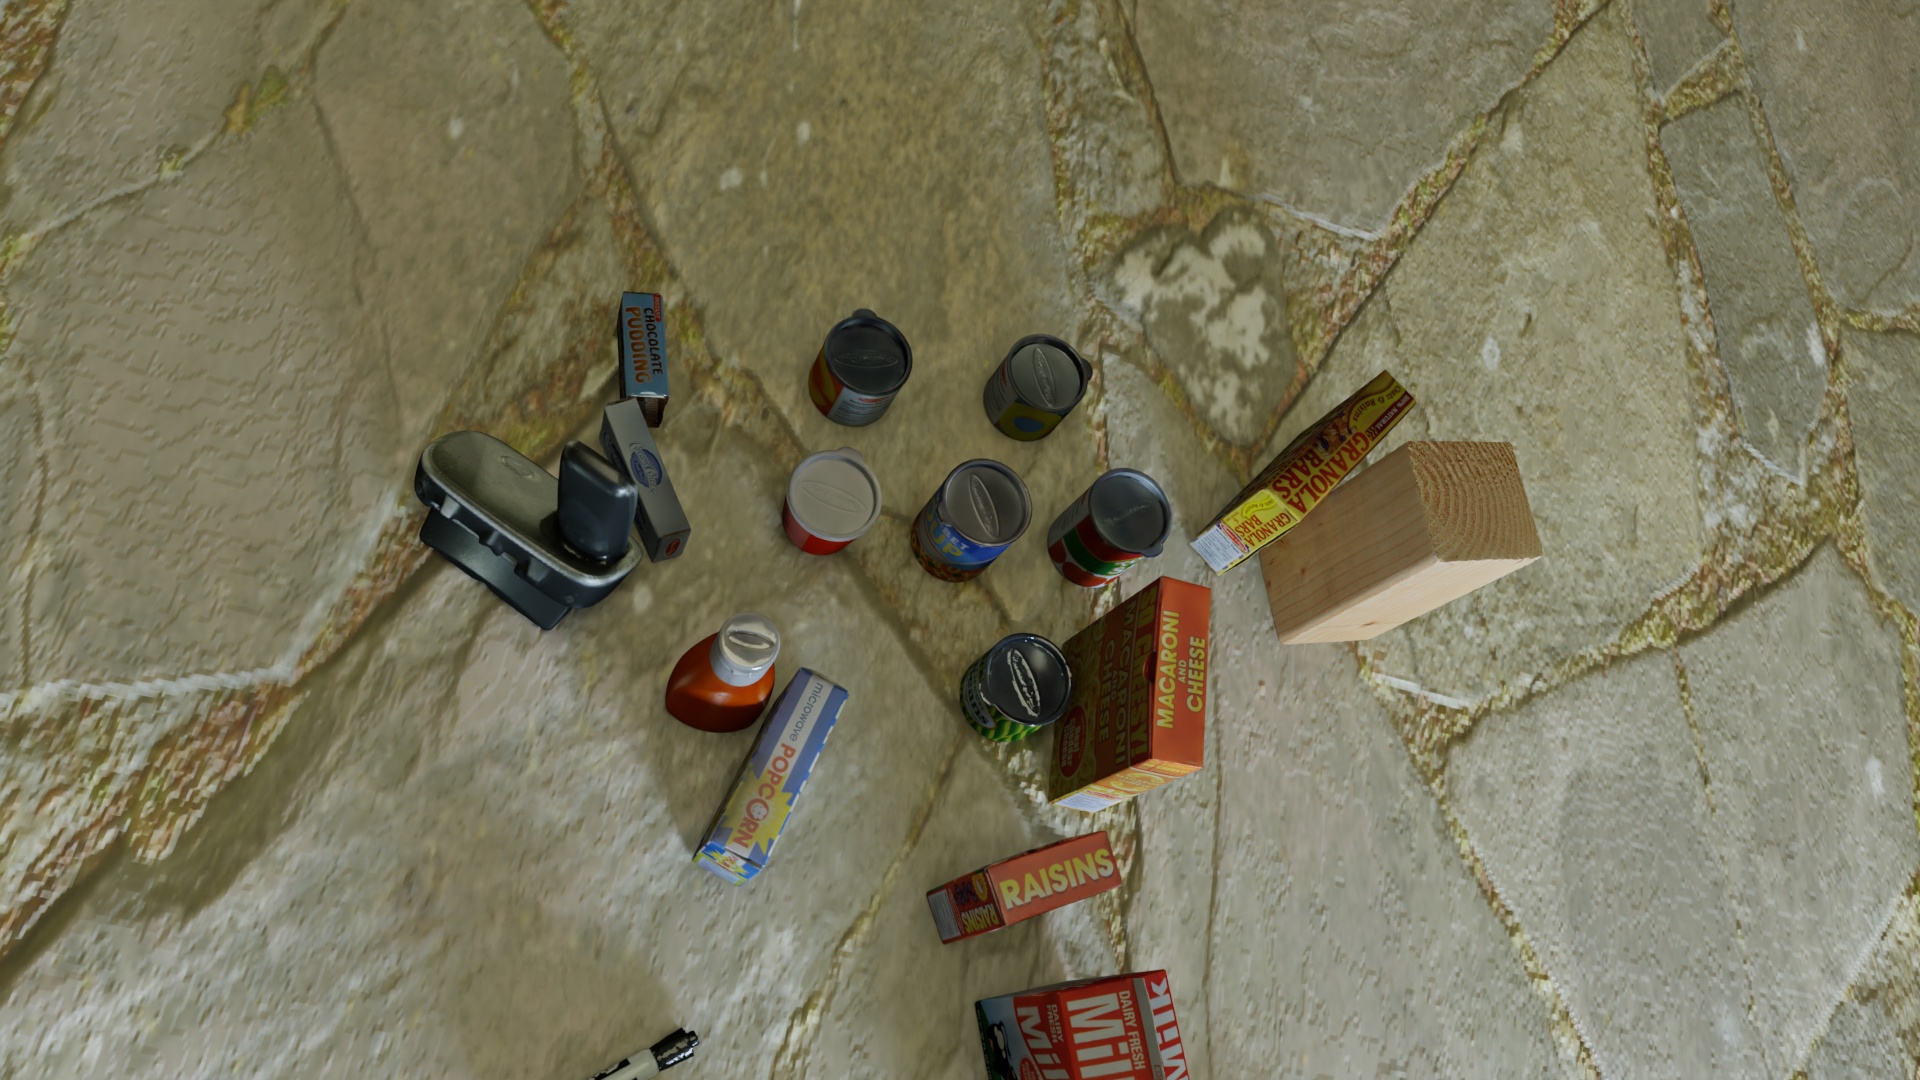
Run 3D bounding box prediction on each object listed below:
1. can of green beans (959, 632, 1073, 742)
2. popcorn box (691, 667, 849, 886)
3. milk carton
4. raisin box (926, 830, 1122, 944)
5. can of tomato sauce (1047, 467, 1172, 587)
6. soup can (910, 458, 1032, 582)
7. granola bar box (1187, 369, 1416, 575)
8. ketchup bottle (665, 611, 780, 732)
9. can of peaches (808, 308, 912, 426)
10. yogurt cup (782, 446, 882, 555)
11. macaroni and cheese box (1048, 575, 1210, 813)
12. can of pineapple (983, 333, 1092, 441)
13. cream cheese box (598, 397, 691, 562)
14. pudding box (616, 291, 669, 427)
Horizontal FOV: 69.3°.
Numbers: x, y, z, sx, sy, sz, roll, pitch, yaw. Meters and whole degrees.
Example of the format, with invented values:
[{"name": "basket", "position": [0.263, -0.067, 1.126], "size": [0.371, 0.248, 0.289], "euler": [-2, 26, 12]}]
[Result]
[{"name": "can of green beans", "position": [0.038, 0.104, 0.979], "size": [0.071, 0.057, 0.071], "euler": [7, 68, -17]}, {"name": "popcorn box", "position": [-0.121, 0.151, 0.888], "size": [0.038, 0.085, 0.127], "euler": [29, 63, -7]}, {"name": "milk carton", "position": [0.078, 0.304, 0.840], "size": [0.073, 0.189, 0.072], "euler": [-5, 72, -21]}, {"name": "raisin box", "position": [0.039, 0.224, 0.895], "size": [0.086, 0.123, 0.040], "euler": [-12, 74, -23]}, {"name": "can of tomato sauce", "position": [0.111, -0.006, 1.034], "size": [0.071, 0.082, 0.071], "euler": [7, 68, -17]}, {"name": "soup can", "position": [0.004, -0.013, 0.998], "size": [0.071, 0.083, 0.071], "euler": [7, 68, -17]}, {"name": "granola bar box", "position": [0.266, -0.051, 1.083], "size": [0.039, 0.123, 0.166], "euler": [48, 62, 3]}, {"name": "ketchup bottle", "position": [-0.145, 0.084, 0.871], "size": [0.065, 0.148, 0.044], "euler": [13, 66, -14]}, {"name": "can of peaches", "position": [-0.075, -0.127, 1.029], "size": [0.071, 0.058, 0.071], "euler": [7, 68, -17]}, {"name": "yogurt cup", "position": [-0.095, -0.023, 0.984], "size": [0.072, 0.053, 0.072], "euler": [7, 68, -17]}, {"name": "macaroni and cheese box", "position": [0.111, 0.109, 0.942], "size": [0.040, 0.165, 0.124], "euler": [13, 66, -14]}, {"name": "can of pineapple", "position": [0.059, -0.117, 1.073], "size": [0.071, 0.057, 0.071], "euler": [7, 68, -17]}, {"name": "cream cheese box", "position": [-0.216, -0.040, 0.948], "size": [0.024, 0.053, 0.104], "euler": [-20, 77, -25]}, {"name": "pudding box", "position": [-0.225, -0.128, 0.981], "size": [0.030, 0.049, 0.084], "euler": [0, 70, -20]}]
